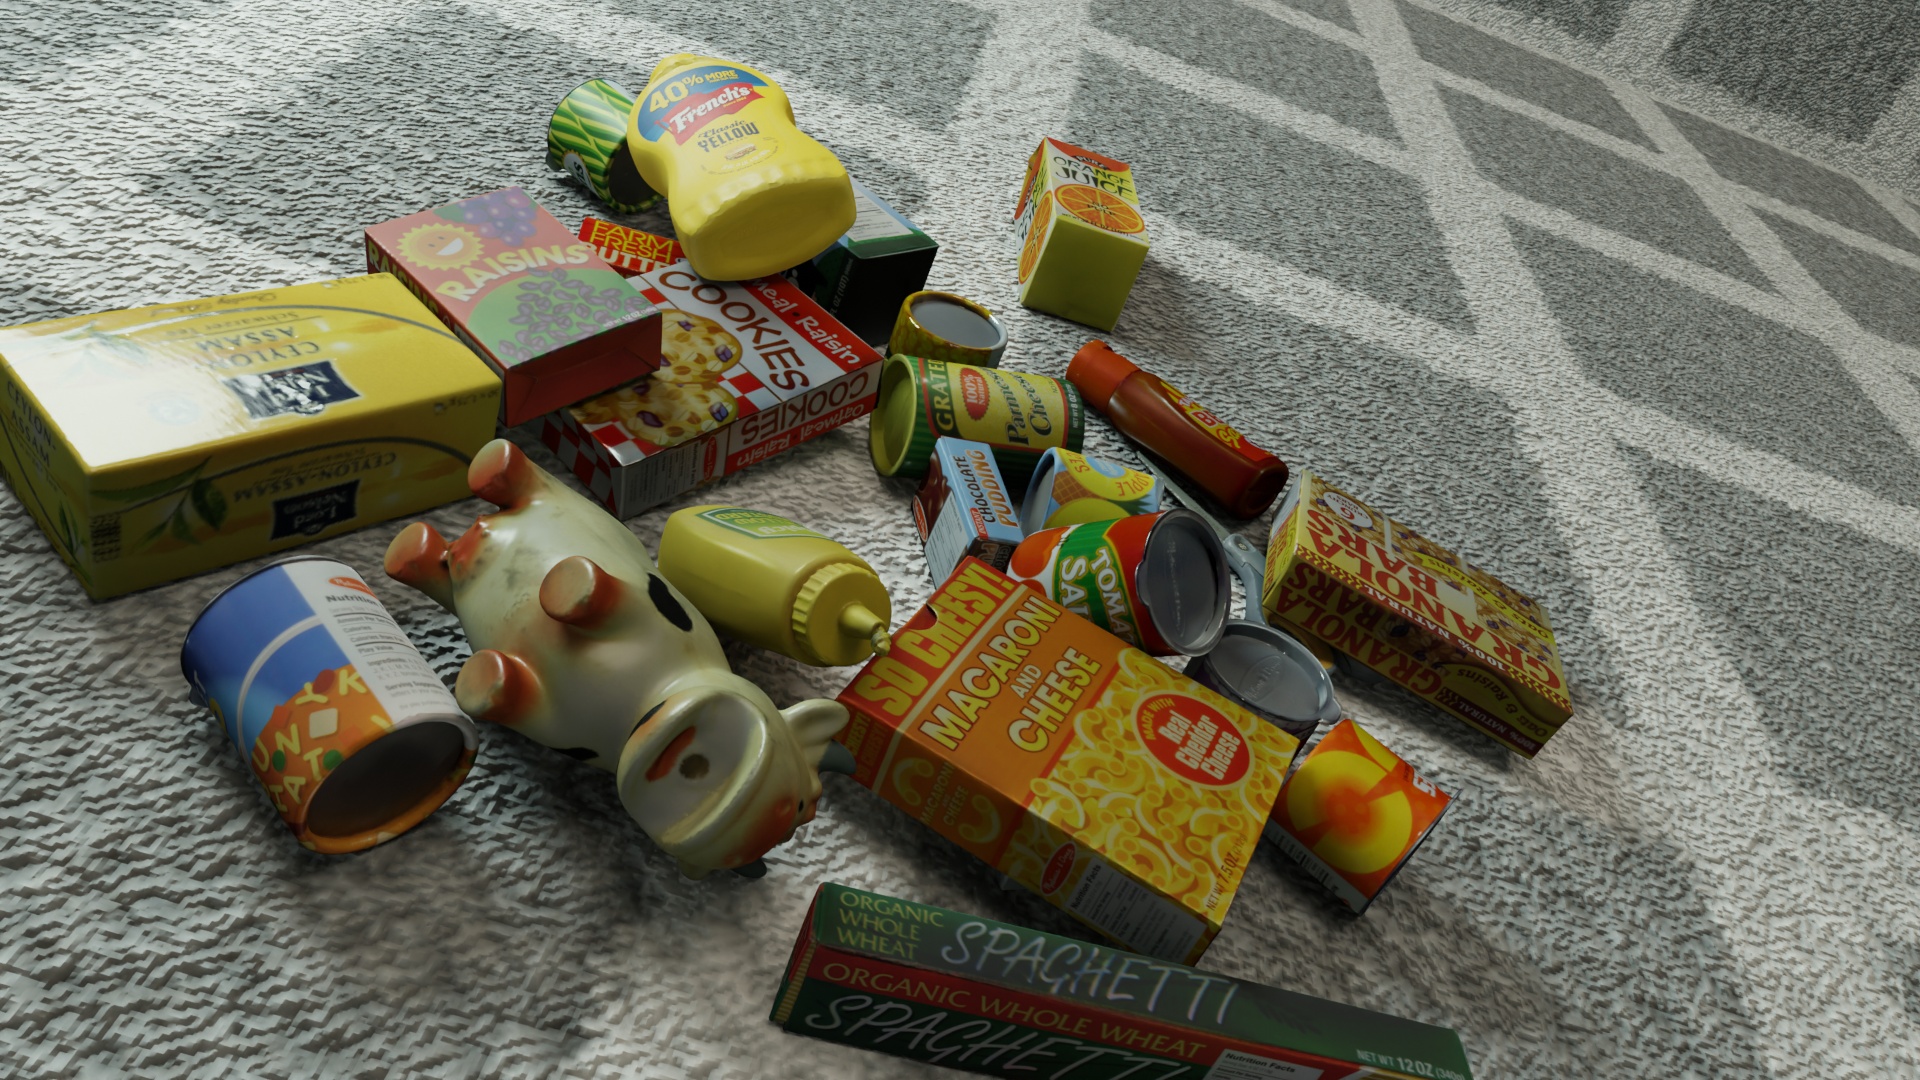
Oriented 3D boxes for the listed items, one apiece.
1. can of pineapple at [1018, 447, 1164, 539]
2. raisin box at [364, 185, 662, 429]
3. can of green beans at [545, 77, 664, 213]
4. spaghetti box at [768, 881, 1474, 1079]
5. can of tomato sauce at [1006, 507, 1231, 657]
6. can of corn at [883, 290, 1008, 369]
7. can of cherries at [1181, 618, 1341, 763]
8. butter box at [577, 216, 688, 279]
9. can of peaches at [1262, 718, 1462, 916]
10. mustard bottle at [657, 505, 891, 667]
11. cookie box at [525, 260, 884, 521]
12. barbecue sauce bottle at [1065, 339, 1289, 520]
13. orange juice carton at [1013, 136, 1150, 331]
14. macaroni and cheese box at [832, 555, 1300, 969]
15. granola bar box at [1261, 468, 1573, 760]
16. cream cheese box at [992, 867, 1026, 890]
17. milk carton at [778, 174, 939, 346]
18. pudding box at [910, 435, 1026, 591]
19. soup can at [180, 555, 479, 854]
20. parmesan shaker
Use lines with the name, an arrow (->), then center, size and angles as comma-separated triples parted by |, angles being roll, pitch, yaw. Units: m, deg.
can of pineapple -> 0.066, -0.012, 0.728 | 0.058, 0.070, 0.071 | 16, 35, -10
raisin box -> -0.214, -0.115, 0.666 | 0.123, 0.039, 0.086 | 41, 50, 23
can of green beans -> -0.219, -0.251, 0.887 | 0.058, 0.071, 0.071 | 40, 38, 21
spaghetti box -> 0.060, 0.174, 0.495 | 0.250, 0.050, 0.029 | 16, 34, -10
can of tomato sauce -> 0.071, 0.023, 0.642 | 0.071, 0.083, 0.071 | 9, 77, -45
can of corn -> -0.014, -0.107, 0.817 | 0.071, 0.058, 0.071 | 15, 35, -11
can of cherries -> 0.134, 0.082, 0.652 | 0.071, 0.058, 0.072 | 16, 35, -11
butter box -> -0.177, -0.158, 0.824 | 0.103, 0.024, 0.053 | 13, 36, -15
can of peaches -> 0.176, 0.120, 0.615 | 0.058, 0.071, 0.071 | 39, 38, 23
mustard bottle -> -0.069, 0.020, 0.571 | 0.065, 0.048, 0.160 | 2, 10, -37
cookie box -> -0.142, -0.088, 0.721 | 0.123, 0.040, 0.168 | 41, 47, 24
barbecue sauce bottle -> 0.130, -0.071, 0.859 | 0.149, 0.043, 0.065 | 40, 18, 25
orange juice carton -> 0.086, -0.239, 1.035 | 0.072, 0.072, 0.194 | 15, 35, -11
macaroni and cheese box -> 0.044, 0.084, 0.569 | 0.166, 0.040, 0.124 | 30, 36, 11
granola bar box -> 0.249, 0.037, 0.770 | 0.165, 0.039, 0.125 | 30, 28, 1
cream cheese box -> 0.027, 0.100, 0.597 | 0.053, 0.024, 0.104 | 4, 39, -26
milk carton -> -0.111, -0.202, 0.878 | 0.191, 0.072, 0.074 | 42, 39, 24
pudding box -> 0.003, -0.009, 0.705 | 0.030, 0.049, 0.084 | 8, 37, -23
soup can -> -0.220, 0.059, 0.482 | 0.071, 0.071, 0.084 | -20, 54, -45
parmesan shaker -> 0.009, -0.066, 0.767 | 0.103, 0.071, 0.071 | 5, 39, -24
